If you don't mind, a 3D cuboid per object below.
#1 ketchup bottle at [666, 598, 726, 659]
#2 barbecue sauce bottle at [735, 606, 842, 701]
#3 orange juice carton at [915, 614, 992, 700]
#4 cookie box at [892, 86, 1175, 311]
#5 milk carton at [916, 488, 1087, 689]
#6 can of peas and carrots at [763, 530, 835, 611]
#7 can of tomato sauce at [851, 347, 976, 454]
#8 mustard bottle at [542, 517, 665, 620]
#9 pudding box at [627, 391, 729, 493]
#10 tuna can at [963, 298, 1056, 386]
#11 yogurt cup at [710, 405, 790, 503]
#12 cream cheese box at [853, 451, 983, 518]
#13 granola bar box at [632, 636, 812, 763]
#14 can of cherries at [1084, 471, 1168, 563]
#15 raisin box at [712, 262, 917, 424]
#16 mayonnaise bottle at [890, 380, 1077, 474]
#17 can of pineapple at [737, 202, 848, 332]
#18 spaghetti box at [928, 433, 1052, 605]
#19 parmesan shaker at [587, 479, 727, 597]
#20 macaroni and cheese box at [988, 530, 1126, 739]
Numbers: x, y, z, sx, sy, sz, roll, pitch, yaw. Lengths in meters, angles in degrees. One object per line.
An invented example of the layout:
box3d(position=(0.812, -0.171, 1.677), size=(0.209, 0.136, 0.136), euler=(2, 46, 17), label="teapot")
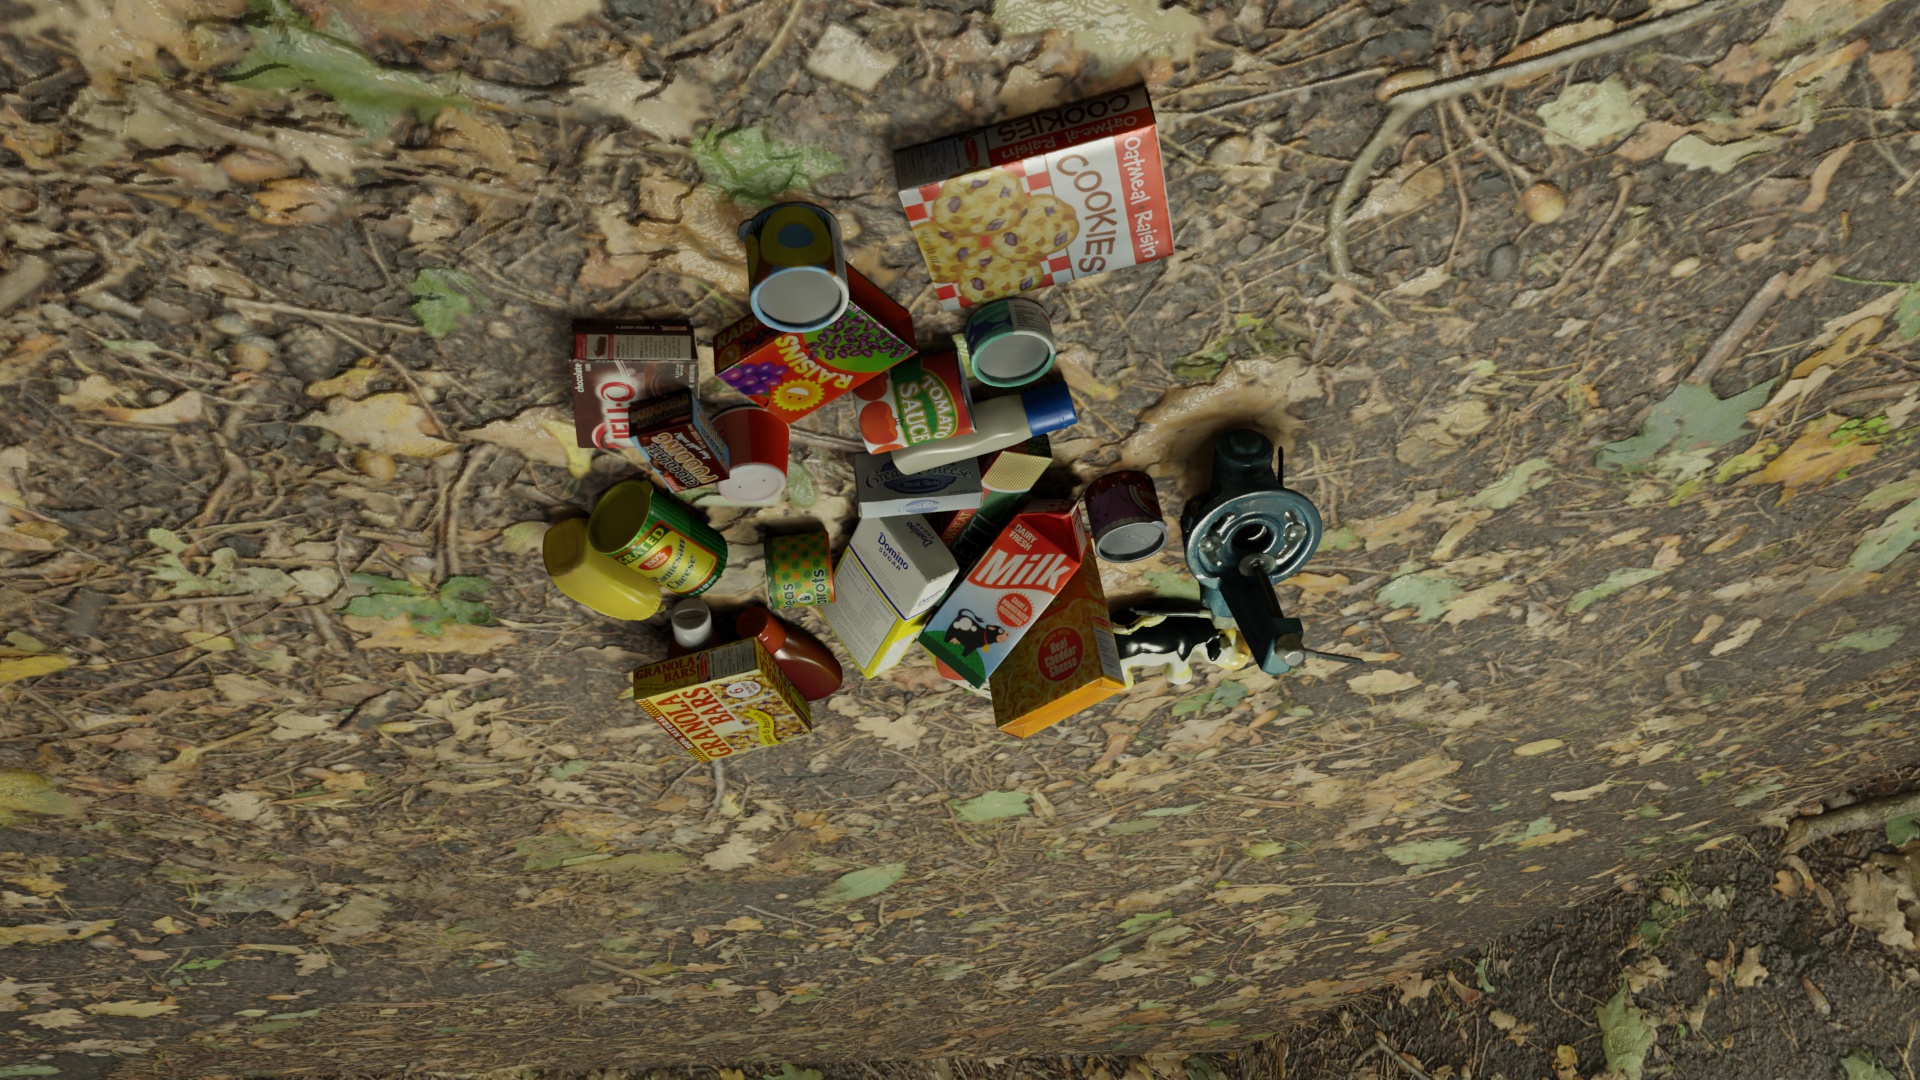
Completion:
box3d(position=(-0.257, 0.108, 1.356), size=(0.065, 0.044, 0.148), euler=(-7, 147, -9), label="ketchup bottle")
box3d(position=(-0.174, 0.113, 1.387), size=(0.065, 0.044, 0.148), euler=(-17, 147, 13), label="barbecue sauce bottle")
box3d(position=(0.035, 0.109, 1.409), size=(0.071, 0.073, 0.192), euler=(-28, 143, 27), label="orange juice carton")
box3d(position=(0.053, -0.223, 0.922), size=(0.167, 0.040, 0.122), euler=(-13, 148, 7), label="cookie box")
box3d(position=(0.050, 0.032, 1.234), size=(0.073, 0.072, 0.190), euler=(38, 105, 0), label="milk carton")
box3d(position=(-0.143, 0.028, 1.235), size=(0.059, 0.071, 0.070), euler=(-7, 148, -6), label="can of peas and carrots")
box3d(position=(-0.035, -0.105, 1.055), size=(0.083, 0.071, 0.071), euler=(-12, 148, 5), label="can of tomato sauce")
box3d(position=(-0.302, 0.036, 1.213), size=(0.049, 0.065, 0.159), euler=(-21, 150, 10), label="mustard bottle")
box3d(position=(-0.207, -0.072, 1.026), size=(0.050, 0.030, 0.083), euler=(-13, 150, 5), label="pudding box")
box3d(position=(0.036, -0.146, 1.044), size=(0.071, 0.033, 0.070), euler=(-7, 147, -5), label="tuna can")
box3d(position=(-0.166, -0.066, 1.097), size=(0.072, 0.054, 0.072), euler=(-7, 147, -5), label="yogurt cup")
box3d(position=(-0.036, -0.050, 1.157), size=(0.104, 0.053, 0.024), euler=(-6, 145, -7), label="cream cheese box")
box3d(position=(-0.230, 0.159, 1.363), size=(0.124, 0.039, 0.165), euler=(-15, 148, 5), label="granola bar box")
box3d(position=(0.150, -0.022, 1.248), size=(0.071, 0.058, 0.071), euler=(-6, 147, -4), label="can of cherries")
box3d(position=(-0.106, -0.141, 1.008), size=(0.123, 0.040, 0.086), euler=(-26, 145, 25), label="raisin box")
box3d(position=(0.018, -0.091, 1.113), size=(0.148, 0.041, 0.065), euler=(-16, 173, 6), label="mayonnaise bottle")
box3d(position=(-0.111, -0.181, 0.926), size=(0.071, 0.058, 0.070), euler=(-7, 148, -4), label="can of pineapple")
box3d(position=(0.004, -0.016, 1.246), size=(0.050, 0.029, 0.248), euler=(8, 144, -24), label="spaghetti box")
box3d(position=(-0.250, -0.002, 1.164), size=(0.071, 0.071, 0.103), euler=(-24, 145, 22), label="parmesan shaker")
box3d(position=(0.078, 0.082, 1.290), size=(0.123, 0.167, 0.040), euler=(-31, 142, 29), label="macaroni and cheese box")
